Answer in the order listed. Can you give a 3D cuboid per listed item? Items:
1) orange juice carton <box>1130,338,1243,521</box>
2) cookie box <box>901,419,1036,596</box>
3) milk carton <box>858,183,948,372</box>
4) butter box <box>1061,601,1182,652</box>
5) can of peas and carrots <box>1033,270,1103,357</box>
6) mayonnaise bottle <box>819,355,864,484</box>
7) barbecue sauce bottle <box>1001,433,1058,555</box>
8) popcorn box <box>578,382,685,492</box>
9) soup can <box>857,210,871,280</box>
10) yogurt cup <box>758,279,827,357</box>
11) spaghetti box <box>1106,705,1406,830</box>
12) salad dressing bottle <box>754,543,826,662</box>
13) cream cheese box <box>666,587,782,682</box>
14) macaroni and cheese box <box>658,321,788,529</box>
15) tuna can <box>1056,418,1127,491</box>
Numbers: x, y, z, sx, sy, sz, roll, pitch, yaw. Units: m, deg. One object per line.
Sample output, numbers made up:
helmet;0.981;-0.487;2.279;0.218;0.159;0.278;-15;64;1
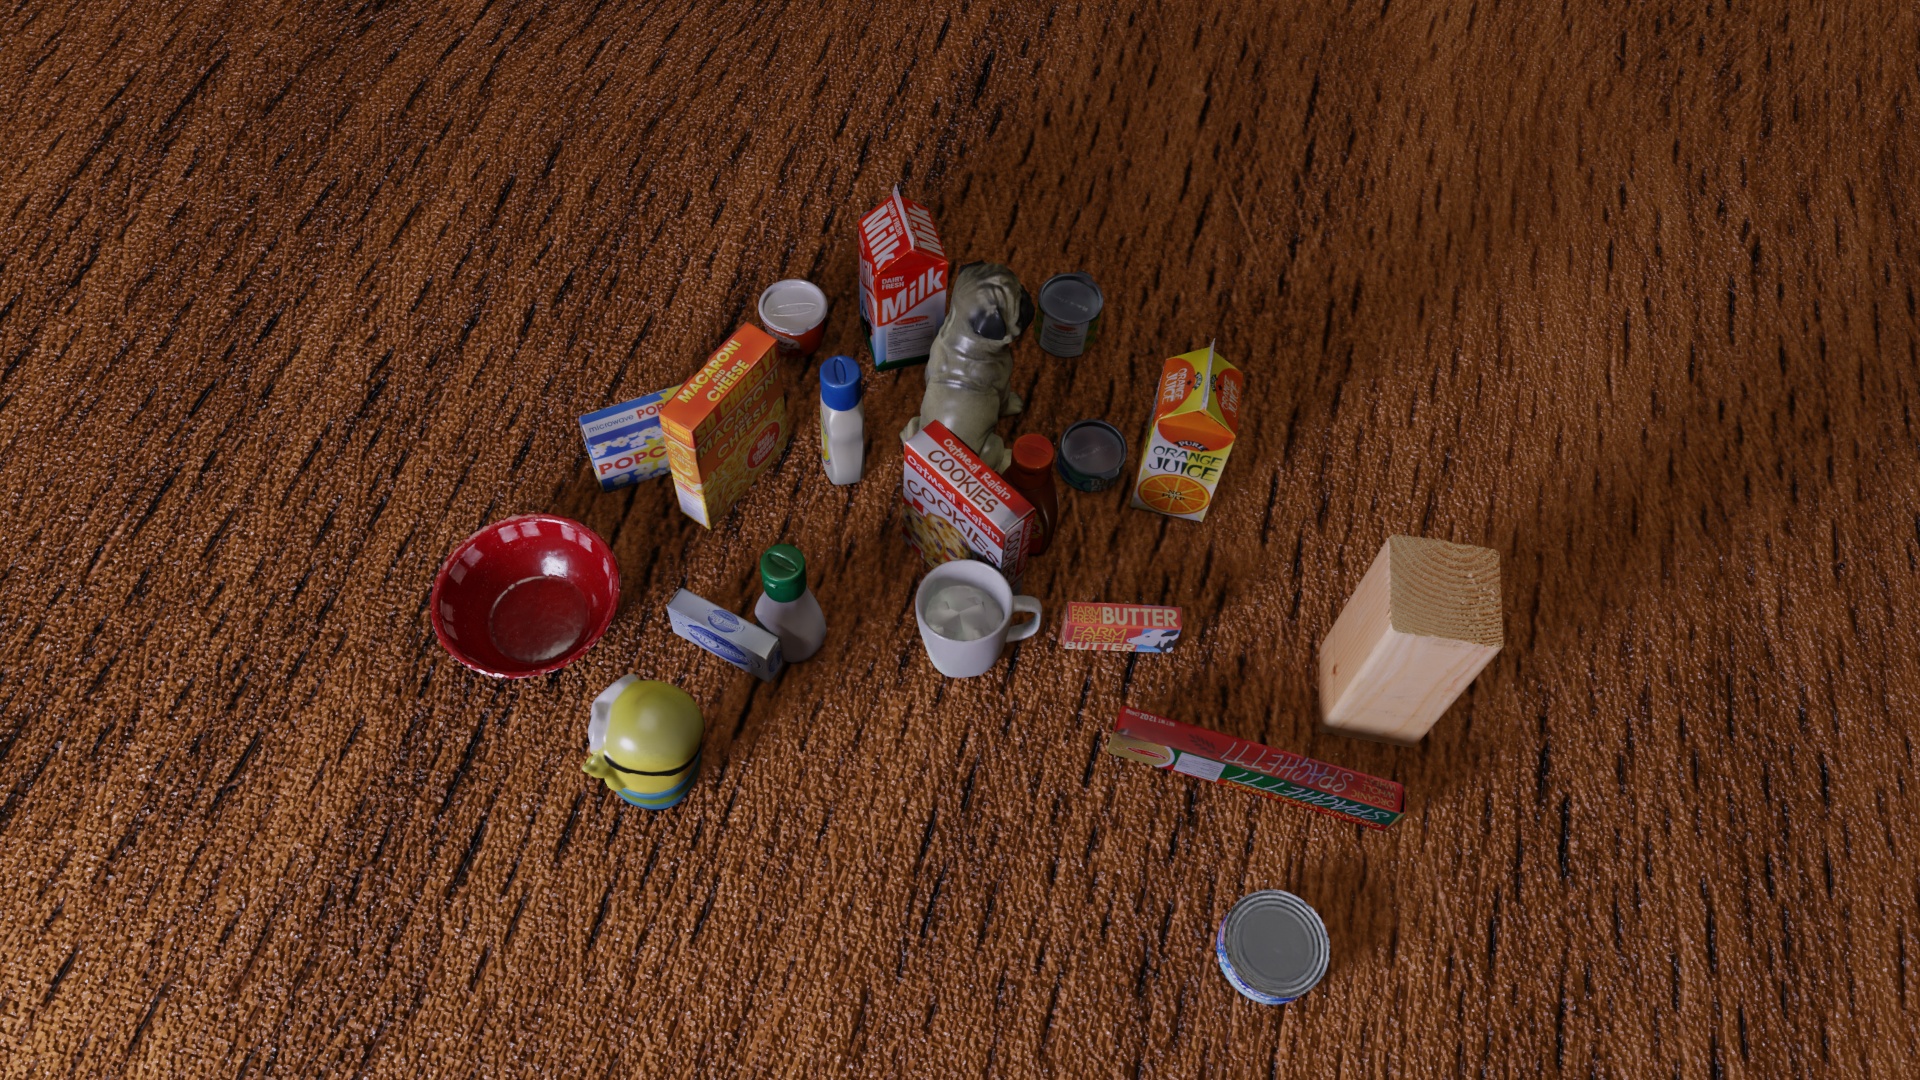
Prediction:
orange juice carton;0.210;-0.100;1.274;0.073;0.191;0.072;12;60;3
cookie box;0.004;-0.015;1.226;0.040;0.166;0.123;-39;69;-22
milk carton;-0.056;-0.253;1.348;0.073;0.189;0.072;-13;62;-10
butter box;0.144;0.078;1.246;0.103;0.053;0.024;3;60;-2
can of peas and carrots;0.111;-0.232;1.421;0.071;0.058;0.071;2;60;-3
mayonnaise bottle;-0.110;-0.114;1.288;0.041;0.147;0.065;-9;61;-8
barbecue sauce bottle;0.059;-0.042;1.256;0.065;0.147;0.044;19;61;8
popcorn box;-0.287;-0.099;1.305;0.127;0.084;0.038;-20;63;-14
soup can;-0.073;-0.291;1.430;0.071;0.083;0.071;1;60;-2
yogurt cup;-0.168;-0.222;1.401;0.072;0.053;0.073;2;60;-3
spaghetti box;0.251;0.195;1.187;0.250;0.050;0.029;15;61;5
salad dressing bottle;-0.147;0.054;1.188;0.064;0.147;0.044;28;63;12
cream cheese box;-0.206;0.084;1.222;0.104;0.053;0.024;26;62;11
macaroni and cheese box;-0.213;-0.102;1.264;0.040;0.165;0.124;31;63;14
tuna can;0.129;-0.080;1.349;0.071;0.032;0.071;2;60;-3
